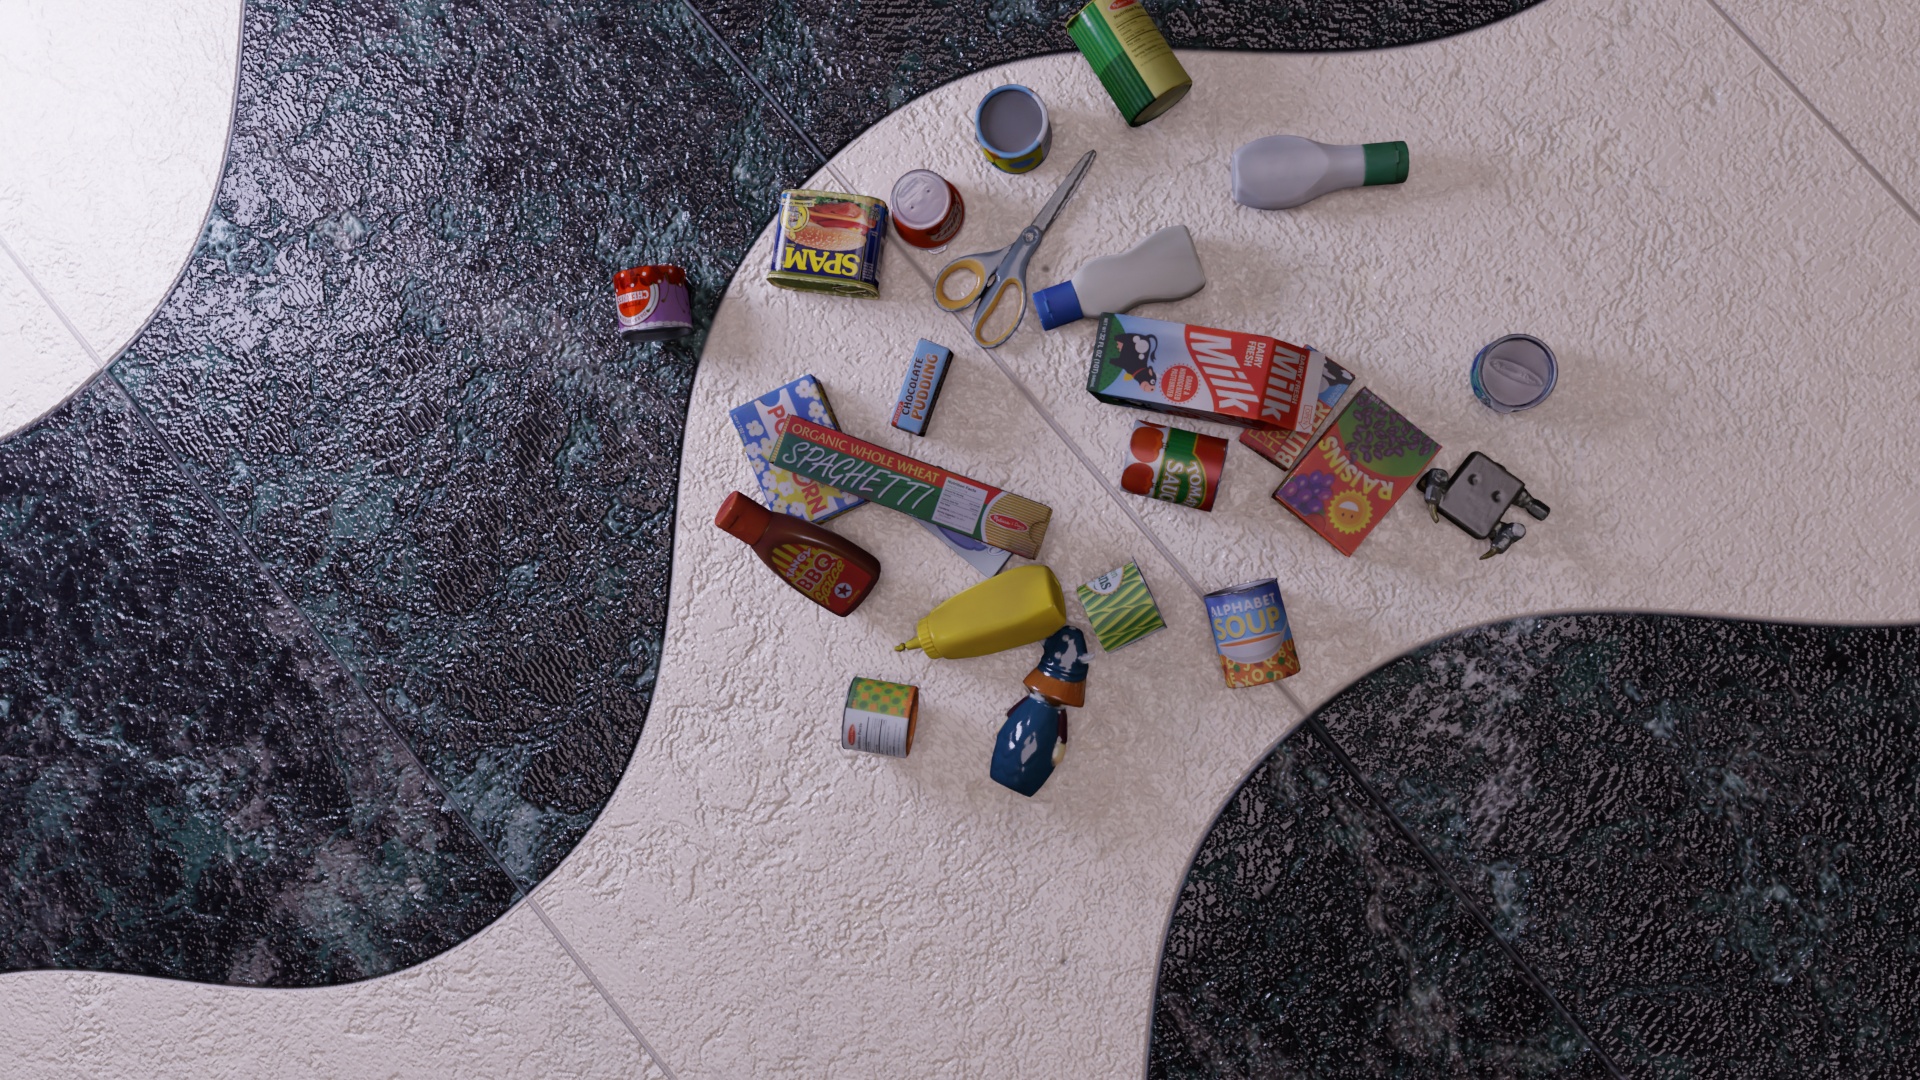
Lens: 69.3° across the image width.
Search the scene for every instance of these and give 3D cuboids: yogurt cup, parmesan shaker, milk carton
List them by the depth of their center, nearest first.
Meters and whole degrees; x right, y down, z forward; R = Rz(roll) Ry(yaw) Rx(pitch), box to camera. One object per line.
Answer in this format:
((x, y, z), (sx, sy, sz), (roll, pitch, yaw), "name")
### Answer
((0.211, -0.142, 1.193), (0.191, 0.073, 0.072), (11, 90, 16), "milk carton")
((0.147, -0.423, 1.220), (0.071, 0.071, 0.103), (-32, 87, 6), "parmesan shaker")
((-0.032, -0.300, 1.247), (0.072, 0.054, 0.072), (0, 89, 7), "yogurt cup")

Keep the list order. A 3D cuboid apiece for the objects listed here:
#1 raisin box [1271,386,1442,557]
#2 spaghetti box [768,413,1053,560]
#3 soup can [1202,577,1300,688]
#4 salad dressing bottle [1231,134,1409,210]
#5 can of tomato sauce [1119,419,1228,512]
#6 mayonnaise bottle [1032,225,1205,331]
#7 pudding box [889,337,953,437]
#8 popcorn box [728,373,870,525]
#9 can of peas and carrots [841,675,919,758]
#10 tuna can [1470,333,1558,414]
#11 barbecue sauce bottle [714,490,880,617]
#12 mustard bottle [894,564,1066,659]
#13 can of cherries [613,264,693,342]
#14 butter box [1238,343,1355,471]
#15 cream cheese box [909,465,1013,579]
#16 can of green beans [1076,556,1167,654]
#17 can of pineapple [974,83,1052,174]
((0.344, -0.059, 1.211), (0.086, 0.040, 0.123), (40, 95, 4), "raisin box")
((-0.043, -0.048, 1.226), (0.250, 0.028, 0.050), (20, 88, 2), "spaghetti box")
((0.253, 0.080, 1.204), (0.071, 0.071, 0.083), (-15, 88, 6), "soup can")
((0.313, -0.324, 1.214), (0.148, 0.044, 0.064), (-3, 88, 5), "salad dressing bottle")
((0.186, -0.064, 1.213), (0.083, 0.071, 0.071), (14, 92, 7), "can of tomato sauce")
((0.139, -0.228, 1.235), (0.148, 0.041, 0.064), (-19, 90, 7), "mayonnaise bottle")
((-0.035, -0.137, 1.249), (0.030, 0.049, 0.083), (20, 92, 5), "pudding box")
((-0.145, -0.076, 1.267), (0.085, 0.038, 0.126), (-24, 87, 7), "popcorn box")
((-0.071, 0.157, 1.245), (0.059, 0.071, 0.071), (8, 91, 6), "can of peas and carrots")
((0.476, -0.141, 1.199), (0.071, 0.033, 0.071), (0, 90, 7), "tuna can")
((-0.146, 0.008, 1.233), (0.148, 0.044, 0.064), (33, 113, -21), "barbecue sauce bottle")
((0.014, 0.072, 1.237), (0.160, 0.048, 0.065), (-19, 48, 18), "mustard bottle")
((-0.282, -0.216, 1.266), (0.071, 0.071, 0.058), (-8, 89, 7), "can of cherries")
((0.296, -0.116, 1.224), (0.053, 0.024, 0.103), (35, 93, 6), "butter box")
((0.004, -0.016, 1.256), (0.104, 0.024, 0.053), (38, 95, 5), "cream cheese box")
((0.141, 0.059, 1.219), (0.058, 0.071, 0.071), (-25, 87, 6), "can of green beans")
((0.046, -0.365, 1.237), (0.071, 0.058, 0.071), (0, 90, 7), "can of pineapple")
